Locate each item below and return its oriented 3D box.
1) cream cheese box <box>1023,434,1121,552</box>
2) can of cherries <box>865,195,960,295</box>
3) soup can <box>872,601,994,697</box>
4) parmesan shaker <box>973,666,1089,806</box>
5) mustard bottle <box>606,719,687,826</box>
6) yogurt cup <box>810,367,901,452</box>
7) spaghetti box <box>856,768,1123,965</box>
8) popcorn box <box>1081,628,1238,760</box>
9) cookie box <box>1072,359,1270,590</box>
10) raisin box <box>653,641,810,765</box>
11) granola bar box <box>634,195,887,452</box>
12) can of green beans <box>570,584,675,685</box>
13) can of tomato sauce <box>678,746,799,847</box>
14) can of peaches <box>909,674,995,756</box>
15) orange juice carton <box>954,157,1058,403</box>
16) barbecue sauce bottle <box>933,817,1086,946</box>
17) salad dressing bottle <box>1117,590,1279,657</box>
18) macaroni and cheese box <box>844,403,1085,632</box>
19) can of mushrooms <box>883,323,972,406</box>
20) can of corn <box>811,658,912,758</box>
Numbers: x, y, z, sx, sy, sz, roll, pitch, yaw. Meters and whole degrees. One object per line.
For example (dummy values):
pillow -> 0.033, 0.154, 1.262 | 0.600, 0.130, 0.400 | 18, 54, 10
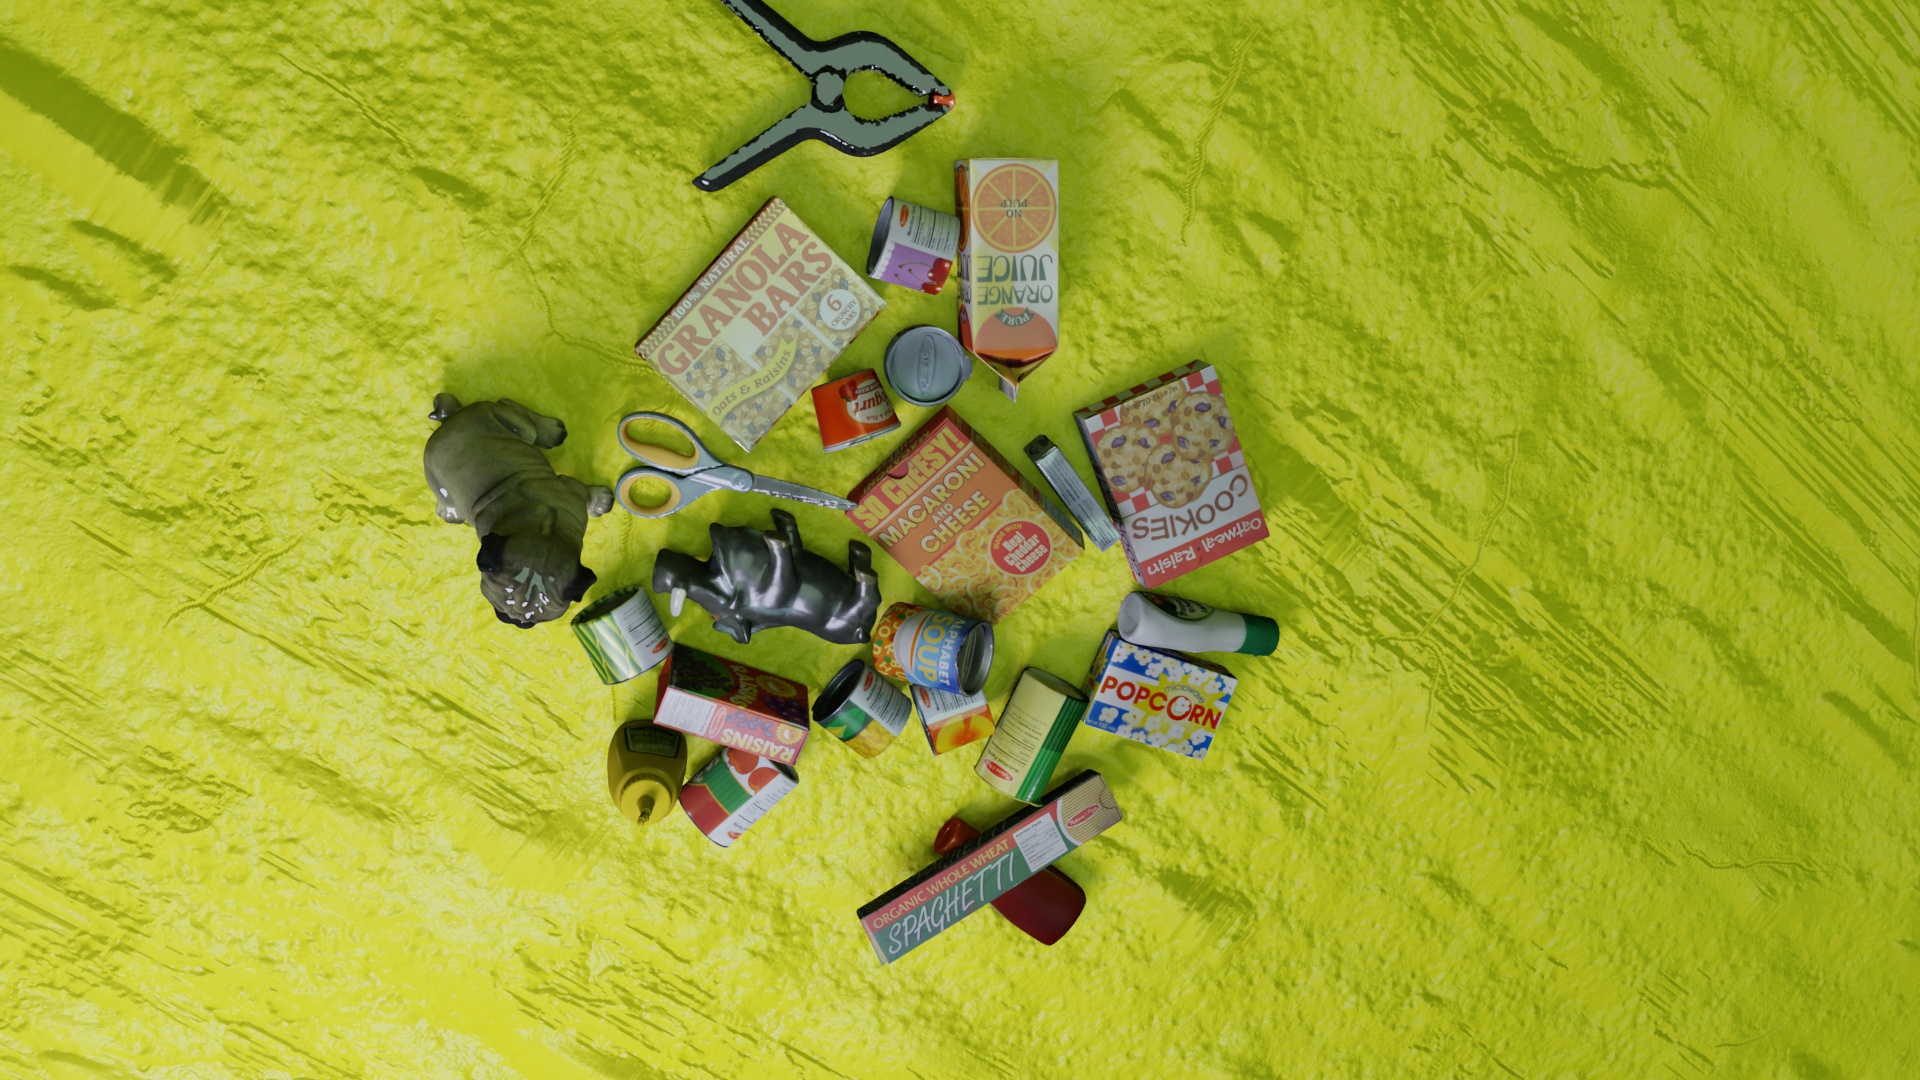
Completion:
cream cheese box -> 0.097, -0.041, 1.193 | 0.024, 0.053, 0.103 | -37, 108, 1
can of cherries -> -0.039, -0.234, 1.113 | 0.058, 0.071, 0.071 | 13, 101, -15
soup can -> -0.024, 0.091, 1.173 | 0.084, 0.071, 0.071 | 11, 105, 25
parmesan shaker -> 0.066, 0.173, 1.230 | 0.071, 0.071, 0.103 | 25, 97, -16
mustard bottle -> -0.253, 0.192, 1.122 | 0.065, 0.160, 0.048 | 10, 100, -15
yogurt cup -> -0.088, -0.108, 1.134 | 0.072, 0.072, 0.054 | -20, 99, -6
spaghetti box -> 0.026, 0.286, 1.227 | 0.251, 0.028, 0.050 | -29, 99, -13
popcorn box -> 0.177, 0.140, 1.261 | 0.127, 0.038, 0.085 | 19, 99, -15
cookie box -> 0.186, -0.056, 1.214 | 0.123, 0.040, 0.167 | -24, 107, -5
raisin box -> -0.189, 0.135, 1.159 | 0.123, 0.086, 0.040 | 21, 105, -15
granola bar box -> -0.160, -0.173, 1.115 | 0.124, 0.039, 0.165 | 43, 92, -17
can of green beans -> -0.277, 0.077, 1.138 | 0.071, 0.071, 0.057 | -26, 107, -4
can of tomato sauce -> -0.191, 0.209, 1.189 | 0.083, 0.071, 0.071 | -42, 108, 0
can of peaches -> -0.007, 0.149, 1.213 | 0.058, 0.071, 0.071 | -20, 107, -6
orange juice carton -> 0.037, -0.212, 1.129 | 0.073, 0.072, 0.192 | -4, 104, -10
barbecue sauce bottle -> 0.043, 0.308, 1.273 | 0.148, 0.044, 0.065 | 38, 90, -17
salad dressing bottle -> 0.215, 0.077, 1.245 | 0.148, 0.064, 0.044 | 9, 107, -22
macaroni and cheese box -> 0.004, -0.015, 1.172 | 0.123, 0.040, 0.166 | -42, 109, 17
can of mushrooms -> -0.028, -0.145, 1.152 | 0.071, 0.033, 0.071 | -3, 103, -11
can of corn -> -0.085, 0.146, 1.196 | 0.058, 0.071, 0.071 | 41, 93, -18
